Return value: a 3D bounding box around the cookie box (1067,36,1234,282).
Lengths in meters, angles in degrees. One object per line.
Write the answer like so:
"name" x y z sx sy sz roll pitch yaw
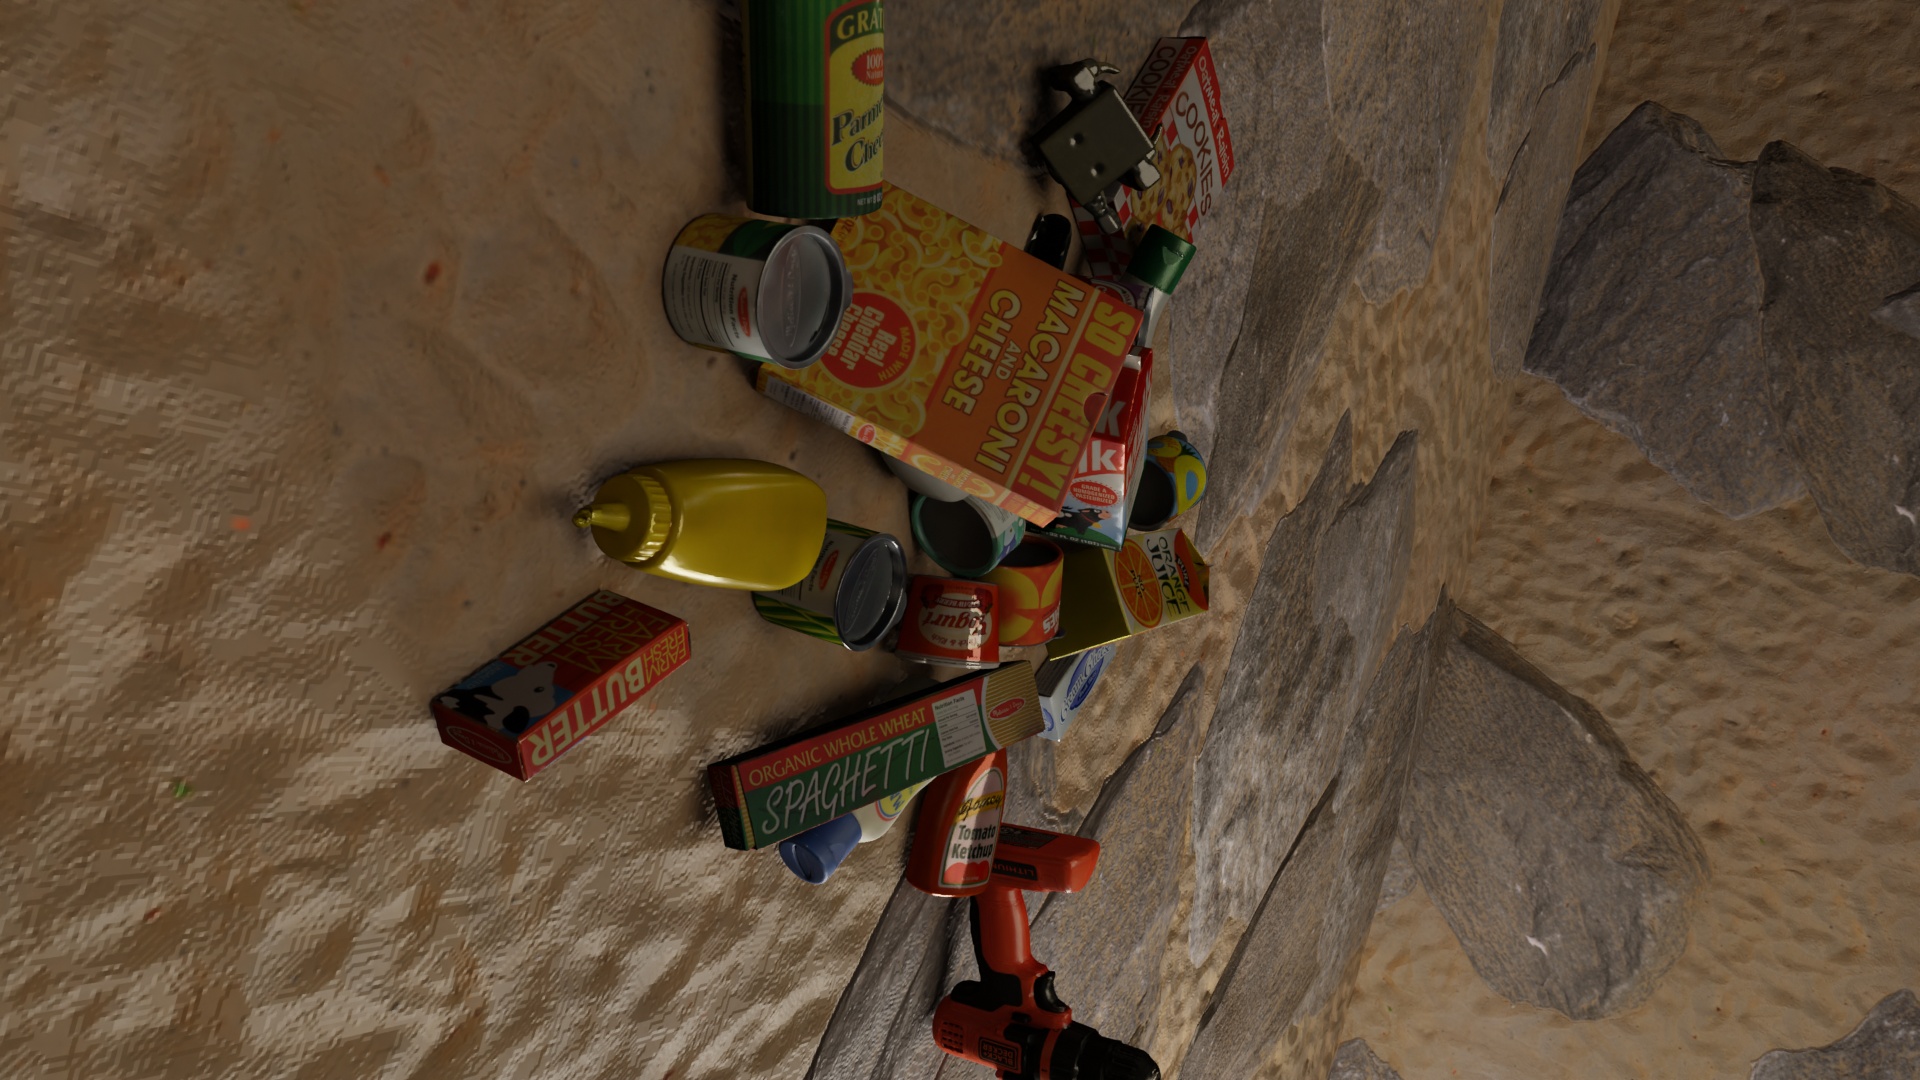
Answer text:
"cookie box" 0.145 -0.265 1.018 0.168 0.040 0.122 -60 147 -24

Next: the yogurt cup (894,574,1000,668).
"yogurt cup" -0.006 0.051 0.884 0.072 0.072 0.054 8 88 -61

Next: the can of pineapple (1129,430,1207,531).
"can of pineapple" 0.156 -0.048 1.115 0.058 0.071 0.070 -30 128 -52

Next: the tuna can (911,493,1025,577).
"tuna can" 0.003 -0.011 0.869 0.033 0.071 0.070 -42 137 -43

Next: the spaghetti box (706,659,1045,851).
"spaghetti box" -0.042 0.123 0.830 0.251 0.028 0.050 -14 92 -46

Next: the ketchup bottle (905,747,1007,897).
"ketchup bottle" 0.005 0.173 0.977 0.065 0.043 0.148 10 94 -43

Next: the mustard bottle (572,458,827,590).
"mustard bottle" -0.126 -0.010 0.659 0.160 0.049 0.065 6 98 -60

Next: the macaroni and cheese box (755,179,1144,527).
"macaroni and cheese box" -0.004 -0.098 0.720 0.124 0.166 0.040 -66 -175 -16

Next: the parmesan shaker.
"parmesan shaker" -0.068 -0.208 0.651 0.071 0.071 0.102 -32 130 -51

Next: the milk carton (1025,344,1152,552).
"milk carton" 0.079 -0.071 0.885 0.189 0.072 0.074 80 26 -63

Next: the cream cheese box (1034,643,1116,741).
"cream cheese box" 0.090 0.105 1.113 0.104 0.024 0.053 -51 142 -36

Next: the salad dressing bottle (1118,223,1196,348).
"salad dressing bottle" 0.112 -0.147 0.969 0.147 0.064 0.044 -62 -165 11

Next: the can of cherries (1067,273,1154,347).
"can of cherries" 0.092 -0.140 0.912 0.071 0.058 0.071 10 92 -80

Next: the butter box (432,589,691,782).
"butter box" -0.172 0.060 0.609 0.104 0.053 0.024 -39 137 -46

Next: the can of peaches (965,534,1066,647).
"can of peaches" 0.038 0.033 0.942 0.071 0.071 0.057 -27 125 -53

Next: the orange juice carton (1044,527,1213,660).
"orange juice carton" 0.131 0.037 1.078 0.193 0.071 0.073 -8 79 -59

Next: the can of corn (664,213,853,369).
"can of corn" -0.094 -0.118 0.654 0.071 0.058 0.070 -34 131 -50

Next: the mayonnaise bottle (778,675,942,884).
"mayonnaise bottle" -0.054 0.150 0.866 0.149 0.041 0.064 -46 133 -42

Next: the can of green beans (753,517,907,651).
"can of green beans" -0.071 0.022 0.760 0.071 0.058 0.071 -34 131 -50
